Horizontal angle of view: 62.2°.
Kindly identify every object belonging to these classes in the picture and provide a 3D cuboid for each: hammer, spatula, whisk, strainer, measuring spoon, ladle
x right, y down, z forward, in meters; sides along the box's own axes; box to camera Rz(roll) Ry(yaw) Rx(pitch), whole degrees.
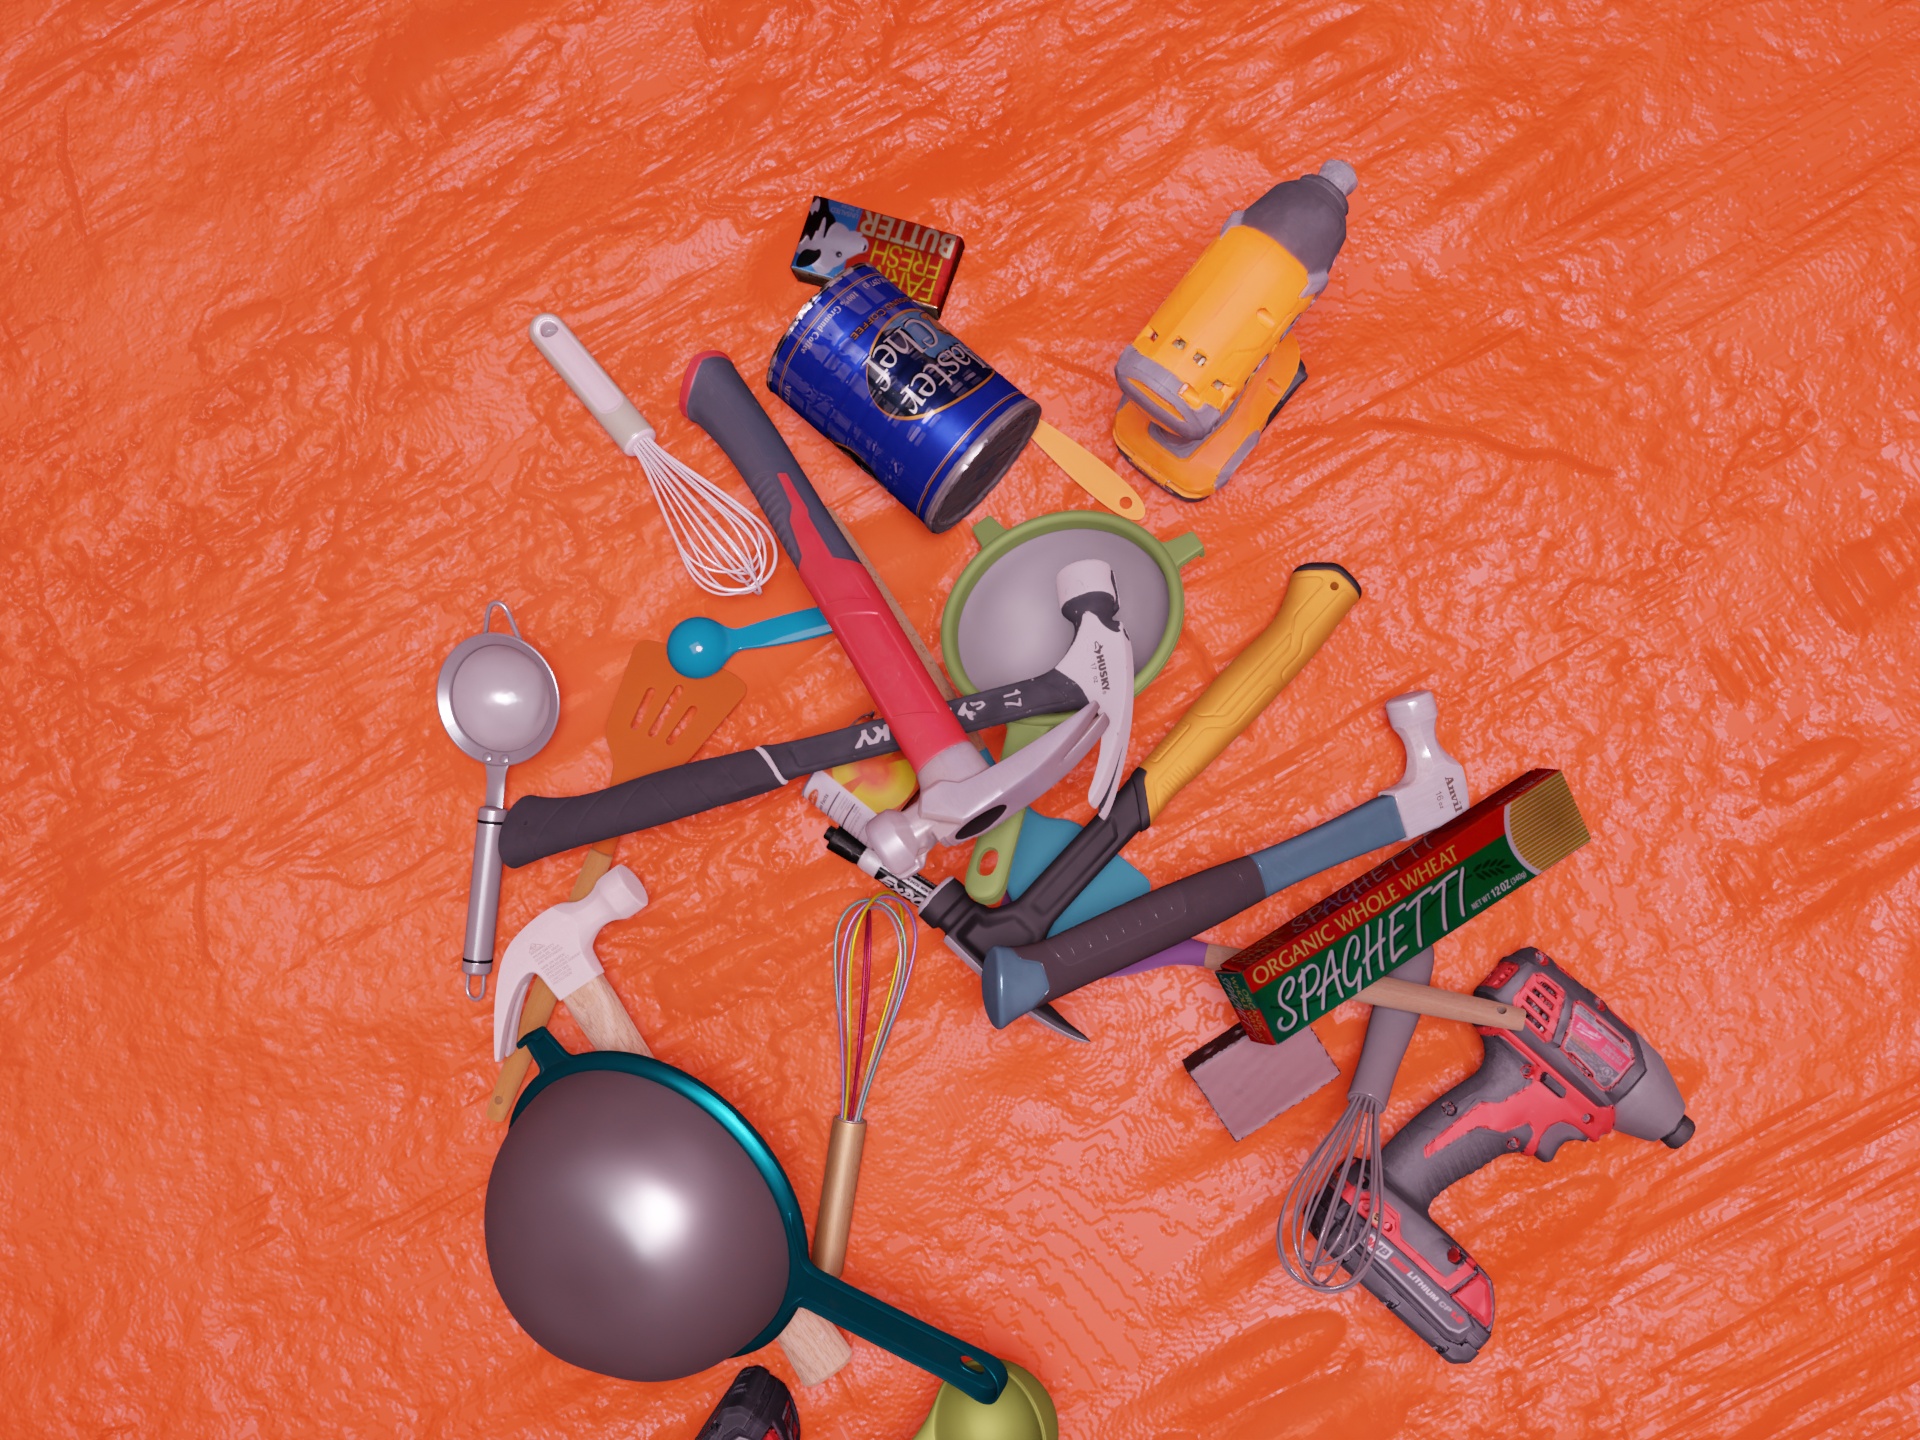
[{"bbox_3d":[-0.093,0.027,0.940,0.409,0.036,0.149,-15,62,15],"label":"hammer"},{"bbox_3d":[-0.236,0.106,1.023,0.081,0.041,0.322,23,92,7],"label":"spatula"},{"bbox_3d":[-0.068,0.226,0.988,0.051,0.047,0.245,9,89,4],"label":"whisk"},{"bbox_3d":[-0.173,0.261,0.979,0.130,0.031,0.331,-34,85,4],"label":"hammer"},{"bbox_3d":[-0.300,0.053,1.024,0.087,0.050,0.258,7,92,13],"label":"strainer"},{"bbox_3d":[0.054,-0.003,0.957,0.151,0.069,0.256,7,67,24],"label":"strainer"},{"bbox_3d":[0.172,0.148,0.951,0.316,0.018,0.060,9,55,16],"label":"spatula"},{"bbox_3d":[0.073,-0.168,1.025,0.117,0.011,0.021,40,90,3],"label":"measuring spoon"},{"bbox_3d":[-0.002,-0.003,0.995,0.082,0.044,0.317,-33,86,-7],"label":"spatula"},{"bbox_3d":[-0.128,-0.059,1.023,0.128,0.021,0.042,-13,70,2],"label":"measuring spoon"},{"bbox_3d":[0.159,0.095,0.926,0.331,0.033,0.128,-21,95,-19],"label":"hammer"},{"bbox_3d":[-0.094,0.450,0.888,0.320,0.062,0.078,-23,68,-6],"label":"ladle"},{"bbox_3d":[0.132,0.036,0.963,0.127,0.034,0.337,42,80,8],"label":"hammer"},{"bbox_3d":[-0.203,-0.174,1.030,0.058,0.059,0.246,-38,79,-11],"label":"whisk"},{"bbox_3d":[0.236,0.218,0.913,0.055,0.055,0.239,26,56,6],"label":"whisk"},{"bbox_3d":[-0.143,0.324,0.895,0.340,0.095,0.211,19,115,19],"label":"strainer"},{"bbox_3d":[-0.063,-0.097,0.939,0.143,0.038,0.387,-34,60,4],"label":"hammer"}]

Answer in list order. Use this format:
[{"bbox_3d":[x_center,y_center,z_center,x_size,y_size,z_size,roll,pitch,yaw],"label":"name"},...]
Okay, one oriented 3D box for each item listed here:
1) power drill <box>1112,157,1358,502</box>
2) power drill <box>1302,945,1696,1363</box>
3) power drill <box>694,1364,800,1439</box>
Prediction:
[{"bbox_3d":[0.158,-0.219,0.910,0.084,0.226,0.164,39,89,6],"label":"power drill"},{"bbox_3d":[0.320,0.258,0.938,0.143,0.078,0.219,41,87,6],"label":"power drill"},{"bbox_3d":[-0.057,0.484,0.951,0.227,0.080,0.188,34,87,3],"label":"power drill"}]
